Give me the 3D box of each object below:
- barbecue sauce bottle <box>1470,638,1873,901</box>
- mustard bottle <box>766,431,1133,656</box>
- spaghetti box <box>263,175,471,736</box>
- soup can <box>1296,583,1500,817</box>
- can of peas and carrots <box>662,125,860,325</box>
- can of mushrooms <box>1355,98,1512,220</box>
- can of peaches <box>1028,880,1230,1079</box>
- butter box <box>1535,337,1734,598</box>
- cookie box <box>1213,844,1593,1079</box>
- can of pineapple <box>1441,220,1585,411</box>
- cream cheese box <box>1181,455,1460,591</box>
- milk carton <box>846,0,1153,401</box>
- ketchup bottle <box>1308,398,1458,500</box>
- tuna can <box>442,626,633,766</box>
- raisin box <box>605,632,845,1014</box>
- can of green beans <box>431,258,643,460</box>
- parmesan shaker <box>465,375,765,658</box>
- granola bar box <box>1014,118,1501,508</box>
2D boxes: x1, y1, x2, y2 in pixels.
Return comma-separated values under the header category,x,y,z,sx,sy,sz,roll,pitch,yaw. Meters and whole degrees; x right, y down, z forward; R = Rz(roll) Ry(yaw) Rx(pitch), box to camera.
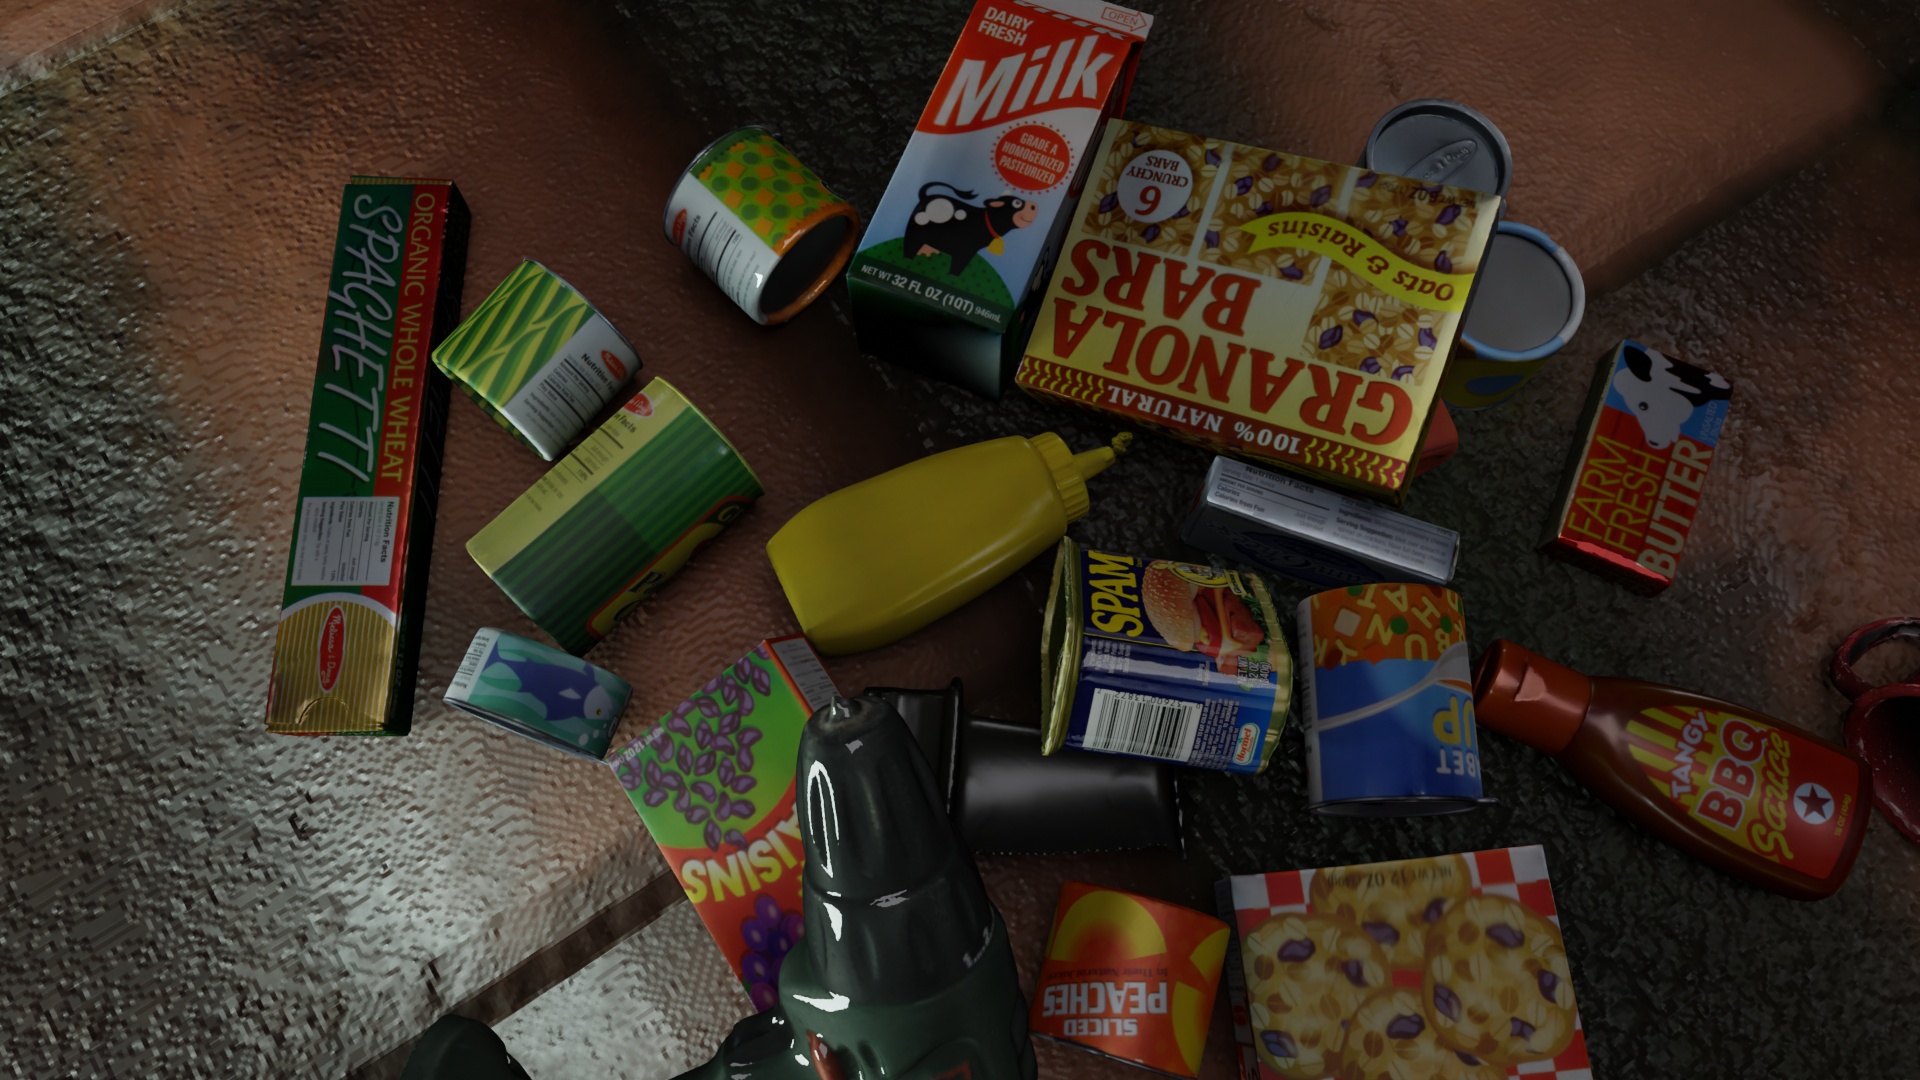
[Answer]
category,x,y,z,sx,sy,sz,roll,pitch,yaw
barbecue sauce bottle,0.279,0.086,0.557,0.148,0.043,0.065,24,76,7
mustard bottle,0.002,-0.007,0.580,0.160,0.048,0.065,-24,74,-8
spaghetti box,-0.251,-0.041,0.597,0.050,0.028,0.250,0,73,0
soup can,0.171,0.065,0.549,0.071,0.071,0.084,1,73,0
can of peas and carrots,-0.085,-0.139,0.610,0.059,0.070,0.071,43,78,10
can of mushrooms,0.216,-0.164,0.638,0.071,0.033,0.071,0,73,-1
can of peaches,0.062,0.163,0.517,0.071,0.071,0.058,16,73,4
butter box,0.293,-0.032,0.603,0.053,0.024,0.104,23,74,7
cookie box,0.170,0.207,0.522,0.123,0.040,0.168,-5,72,-2
can of pineapple,0.226,-0.097,0.605,0.071,0.057,0.071,0,74,0
cream cheese box,0.148,-0.001,0.577,0.104,0.053,0.024,19,73,5
milk carton,0.021,-0.168,0.616,0.072,0.073,0.191,21,74,7
ketchup bottle,0.158,-0.093,0.610,0.065,0.043,0.149,-22,74,2
tuna can,-0.163,0.062,0.548,0.071,0.071,0.033,19,74,5
raisin box,-0.065,0.109,0.529,0.086,0.040,0.123,-36,81,14
can of green beans,-0.179,-0.076,0.589,0.071,0.071,0.058,38,77,10
parmesan shaker,-0.141,-0.009,0.572,0.103,0.071,0.071,-44,78,-11
granola bar box,0.122,-0.097,0.578,0.166,0.039,0.124,19,88,23
